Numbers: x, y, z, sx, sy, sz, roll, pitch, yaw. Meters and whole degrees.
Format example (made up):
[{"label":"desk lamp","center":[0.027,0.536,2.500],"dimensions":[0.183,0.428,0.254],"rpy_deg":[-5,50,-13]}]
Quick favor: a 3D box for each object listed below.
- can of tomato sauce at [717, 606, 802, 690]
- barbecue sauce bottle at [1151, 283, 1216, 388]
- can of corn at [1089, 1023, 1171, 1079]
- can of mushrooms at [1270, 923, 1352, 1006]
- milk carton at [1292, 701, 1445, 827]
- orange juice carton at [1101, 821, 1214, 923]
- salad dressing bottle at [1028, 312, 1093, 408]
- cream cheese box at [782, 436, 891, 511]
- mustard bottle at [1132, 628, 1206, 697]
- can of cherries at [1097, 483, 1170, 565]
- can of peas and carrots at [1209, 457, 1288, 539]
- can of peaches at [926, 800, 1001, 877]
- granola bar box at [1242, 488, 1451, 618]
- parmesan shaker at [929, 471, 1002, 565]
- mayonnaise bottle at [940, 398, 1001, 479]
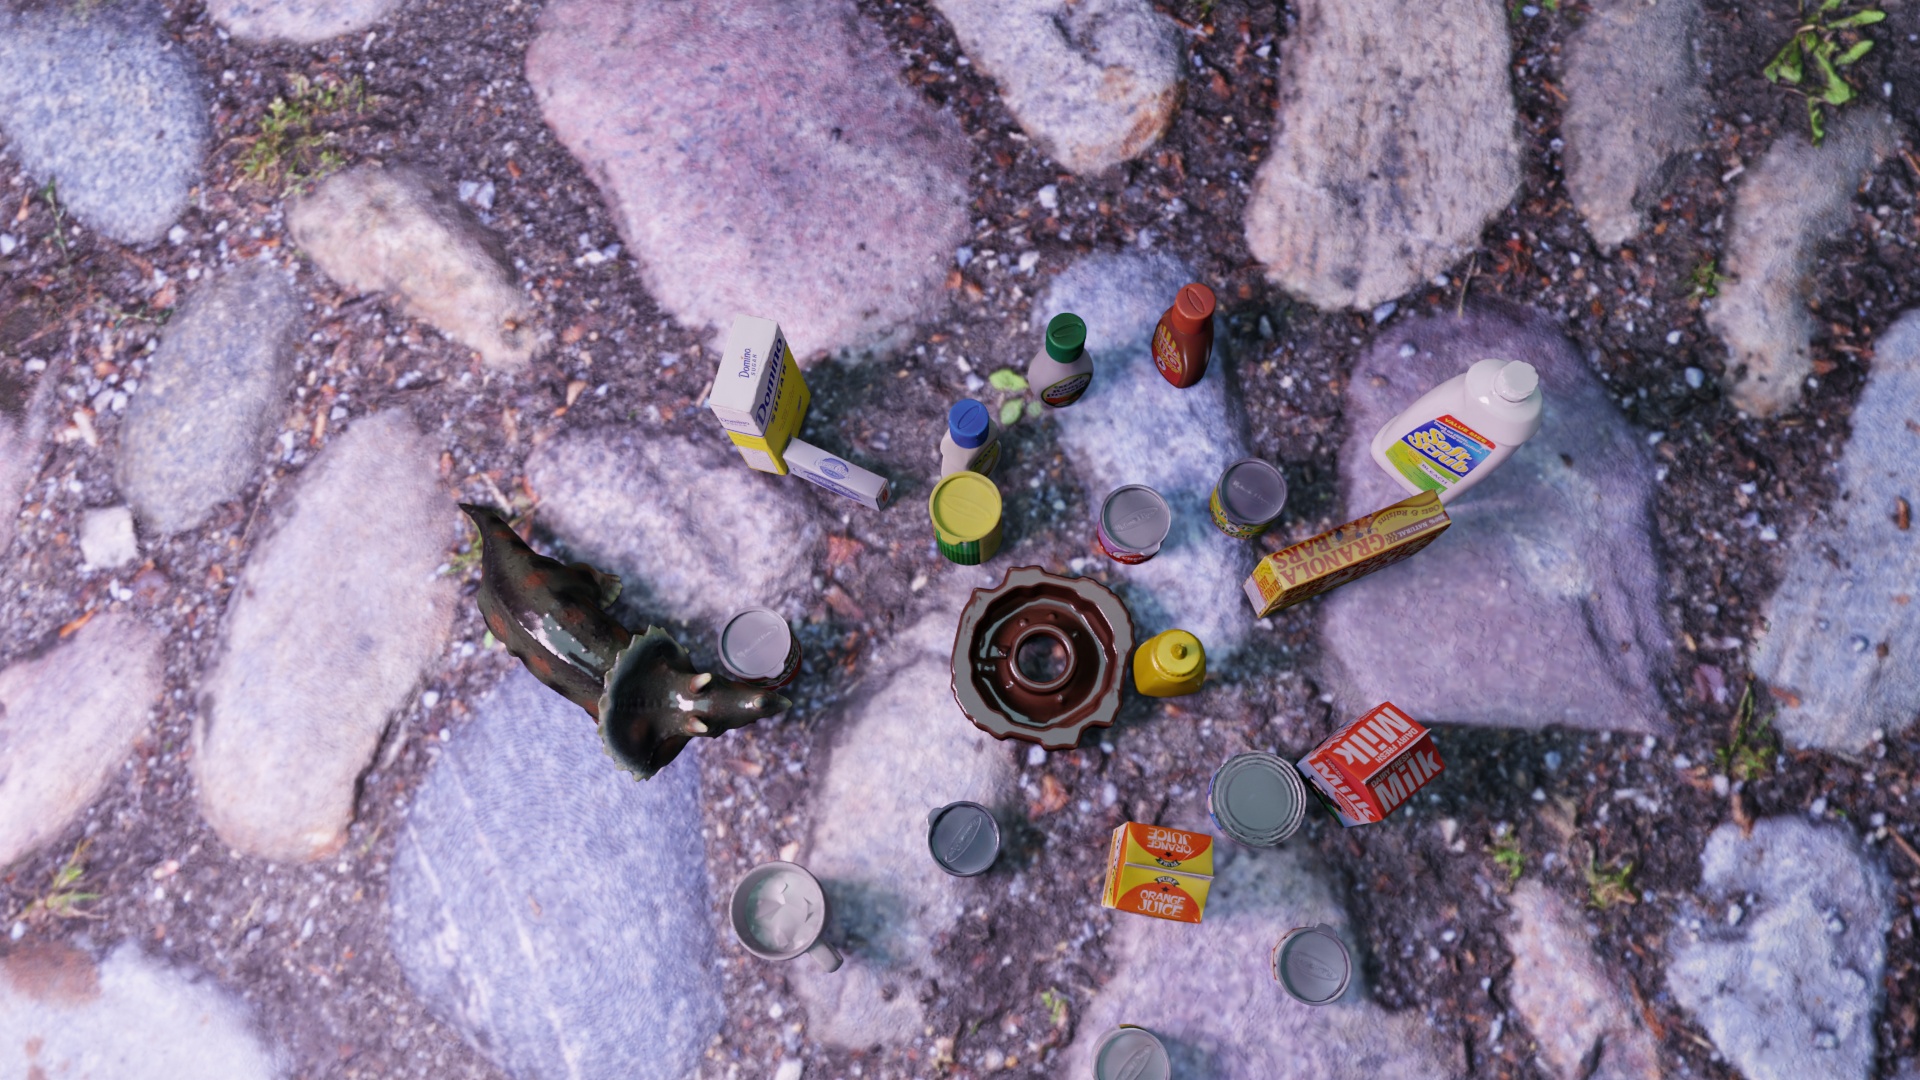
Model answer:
[{"label":"can of tomato sauce","center":[-0.183,0.103,1.286],"dimensions":[0.071,0.083,0.071],"rpy_deg":[0,75,1]},{"label":"barbecue sauce bottle","center":[0.215,-0.198,1.324],"dimensions":[0.044,0.148,0.065],"rpy_deg":[-27,76,-5]},{"label":"can of corn","center":[0.148,0.454,1.196],"dimensions":[0.071,0.058,0.071],"rpy_deg":[0,75,1]},{"label":"can of mushrooms","center":[0.310,0.373,1.227],"dimensions":[0.071,0.033,0.071],"rpy_deg":[0,75,1]},{"label":"milk carton","center":[0.351,0.193,1.193],"dimensions":[0.072,0.190,0.073],"rpy_deg":[-37,78,-8]},{"label":"orange juice carton","center":[0.166,0.281,1.173],"dimensions":[0.072,0.192,0.073],"rpy_deg":[10,76,4]},{"label":"salad dressing bottle","center":[0.097,-0.171,1.320],"dimensions":[0.064,0.147,0.044],"rpy_deg":[-19,76,-3]},{"label":"cream cheese box","center":[-0.119,-0.063,1.345],"dimensions":[0.104,0.053,0.024],"rpy_deg":[24,77,8]},{"label":"mustard bottle","center":[0.190,0.107,1.236],"dimensions":[0.065,0.160,0.049],"rpy_deg":[-3,75,1]},{"label":"can of cherries","center":[0.165,-0.012,1.322],"dimensions":[0.071,0.058,0.071],"rpy_deg":[0,75,1]},{"label":"can of peas and carrots","center":[0.273,-0.037,1.326],"dimensions":[0.071,0.058,0.071],"rpy_deg":[0,75,1]},{"label":"can of peaches","center":[0.002,0.268,1.250],"dimensions":[0.071,0.058,0.071],"rpy_deg":[0,75,1]},{"label":"granola bar box","center":[0.352,0.015,1.276],"dimensions":[0.166,0.124,0.039],"rpy_deg":[-22,76,-4]},{"label":"parmesan shaker","center":[0.005,-0.016,1.304],"dimensions":[0.071,0.103,0.071],"rpy_deg":[0,75,1]},{"label":"mayonnaise bottle","center":[0.009,-0.090,1.300],"dimensions":[0.041,0.147,0.065],"rpy_deg":[40,80,11]}]
